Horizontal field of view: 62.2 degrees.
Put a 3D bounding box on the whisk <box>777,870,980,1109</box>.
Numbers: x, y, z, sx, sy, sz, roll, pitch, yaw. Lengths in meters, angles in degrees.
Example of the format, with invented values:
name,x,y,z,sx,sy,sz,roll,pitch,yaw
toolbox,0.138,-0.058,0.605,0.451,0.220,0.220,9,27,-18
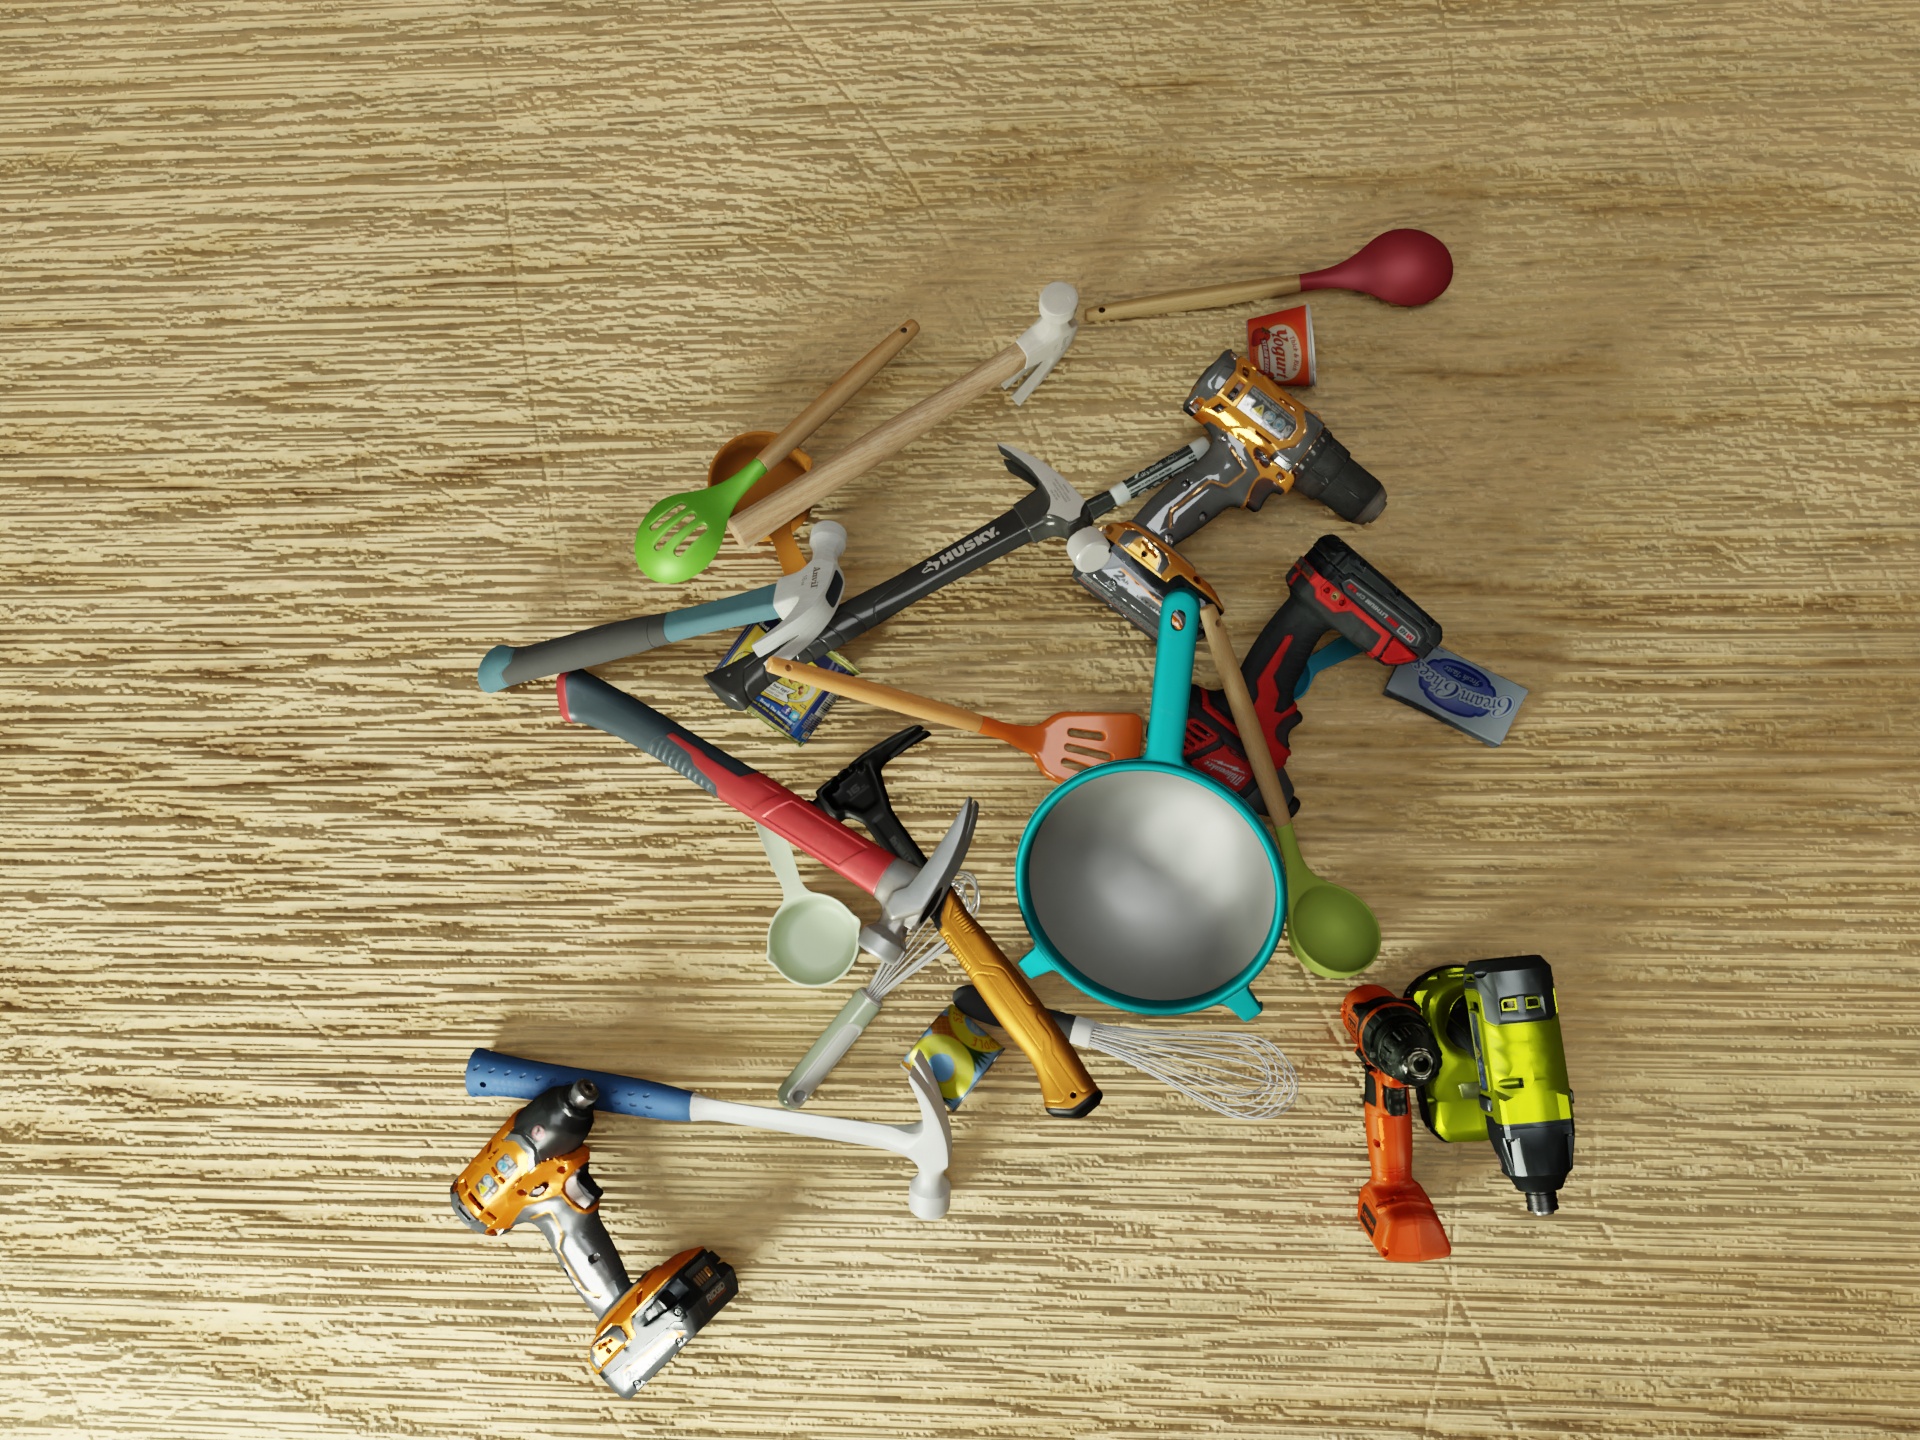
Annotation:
name,x,y,z,sx,sy,sz,roll,pitch,yaw
whisk,-0.068,0.220,1.299,0.057,0.059,0.246,38,92,-33

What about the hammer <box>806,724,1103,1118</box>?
name,x,y,z,sx,sy,sz,roll,pitch,yaw
hammer,0.008,0.161,1.246,0.127,0.034,0.337,-38,69,3

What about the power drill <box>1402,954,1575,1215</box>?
name,x,y,z,sx,sy,sz,roll,pitch,yaw
power drill,0.390,0.258,1.164,0.080,0.223,0.171,-7,82,4

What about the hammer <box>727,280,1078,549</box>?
name,x,y,z,sx,sy,sz,roll,pitch,yaw
hammer,-0.045,-0.238,1.301,0.331,0.130,0.031,-34,81,-6

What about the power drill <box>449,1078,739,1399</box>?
name,x,y,z,sx,sy,sz,roll,pitch,yaw
power drill,-0.284,0.399,1.256,0.226,0.084,0.164,45,111,10

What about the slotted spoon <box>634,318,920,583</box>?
name,x,y,z,sx,sy,sz,roll,pitch,yaw
slotted spoon,-0.148,-0.231,1.321,0.070,0.031,0.314,43,78,12

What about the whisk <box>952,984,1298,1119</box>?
name,x,y,z,sx,sy,sz,roll,pitch,yaw
whisk,0.129,0.259,1.273,0.284,0.070,0.070,14,84,11

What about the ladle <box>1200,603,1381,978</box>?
name,x,y,z,sx,sy,sz,roll,pitch,yaw
ladle,0.250,0.057,1.231,0.078,0.062,0.320,-31,108,-30

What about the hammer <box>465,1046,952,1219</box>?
name,x,y,z,sx,sy,sz,roll,pitch,yaw
hammer,-0.205,0.308,1.283,0.405,0.035,0.144,6,116,10

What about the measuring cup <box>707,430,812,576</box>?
name,x,y,z,sx,sy,sz,roll,pitch,yaw
measuring cup,-0.152,-0.159,1.349,0.095,0.052,0.174,-23,81,-2

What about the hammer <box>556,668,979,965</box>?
name,x,y,z,sx,sy,sz,roll,pitch,yaw
hammer,-0.171,0.040,1.291,0.386,0.038,0.143,30,84,21

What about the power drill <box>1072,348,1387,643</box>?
name,x,y,z,sx,sy,sz,roll,pitch,yaw
power drill,0.223,-0.163,1.301,0.185,0.084,0.226,37,87,-2

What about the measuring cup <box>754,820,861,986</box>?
name,x,y,z,sx,sy,sz,roll,pitch,yaw
measuring cup,-0.136,0.140,1.319,0.083,0.038,0.168,-23,79,2

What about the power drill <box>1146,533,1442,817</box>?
name,x,y,z,sx,sy,sz,roll,pitch,yaw
power drill,0.268,-0.026,1.265,0.143,0.079,0.219,38,104,-13

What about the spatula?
name,x,y,z,sx,sy,sz,roll,pitch,yaw
spatula,-0.002,-0.004,1.278,0.322,0.041,0.081,16,83,-24

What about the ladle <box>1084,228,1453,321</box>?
name,x,y,z,sx,sy,sz,roll,pitch,yaw
ladle,0.263,-0.370,1.358,0.315,0.031,0.069,-7,82,5

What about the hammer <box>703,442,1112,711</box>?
name,x,y,z,sx,sy,sz,roll,pitch,yaw
hammer,-0.055,-0.104,1.278,0.335,0.035,0.146,-29,53,0

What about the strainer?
name,x,y,z,sx,sy,sz,roll,pitch,yaw
strainer,0.160,0.057,1.236,0.211,0.095,0.340,9,108,15

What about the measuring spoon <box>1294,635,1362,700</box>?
name,x,y,z,sx,sy,sz,roll,pitch,yaw
measuring spoon,0.305,-0.057,1.320,0.128,0.021,0.042,-27,104,-8

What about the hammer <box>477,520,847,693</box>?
name,x,y,z,sx,sy,sz,roll,pitch,yaw
hammer,-0.249,-0.074,1.300,0.331,0.033,0.128,-12,48,19
